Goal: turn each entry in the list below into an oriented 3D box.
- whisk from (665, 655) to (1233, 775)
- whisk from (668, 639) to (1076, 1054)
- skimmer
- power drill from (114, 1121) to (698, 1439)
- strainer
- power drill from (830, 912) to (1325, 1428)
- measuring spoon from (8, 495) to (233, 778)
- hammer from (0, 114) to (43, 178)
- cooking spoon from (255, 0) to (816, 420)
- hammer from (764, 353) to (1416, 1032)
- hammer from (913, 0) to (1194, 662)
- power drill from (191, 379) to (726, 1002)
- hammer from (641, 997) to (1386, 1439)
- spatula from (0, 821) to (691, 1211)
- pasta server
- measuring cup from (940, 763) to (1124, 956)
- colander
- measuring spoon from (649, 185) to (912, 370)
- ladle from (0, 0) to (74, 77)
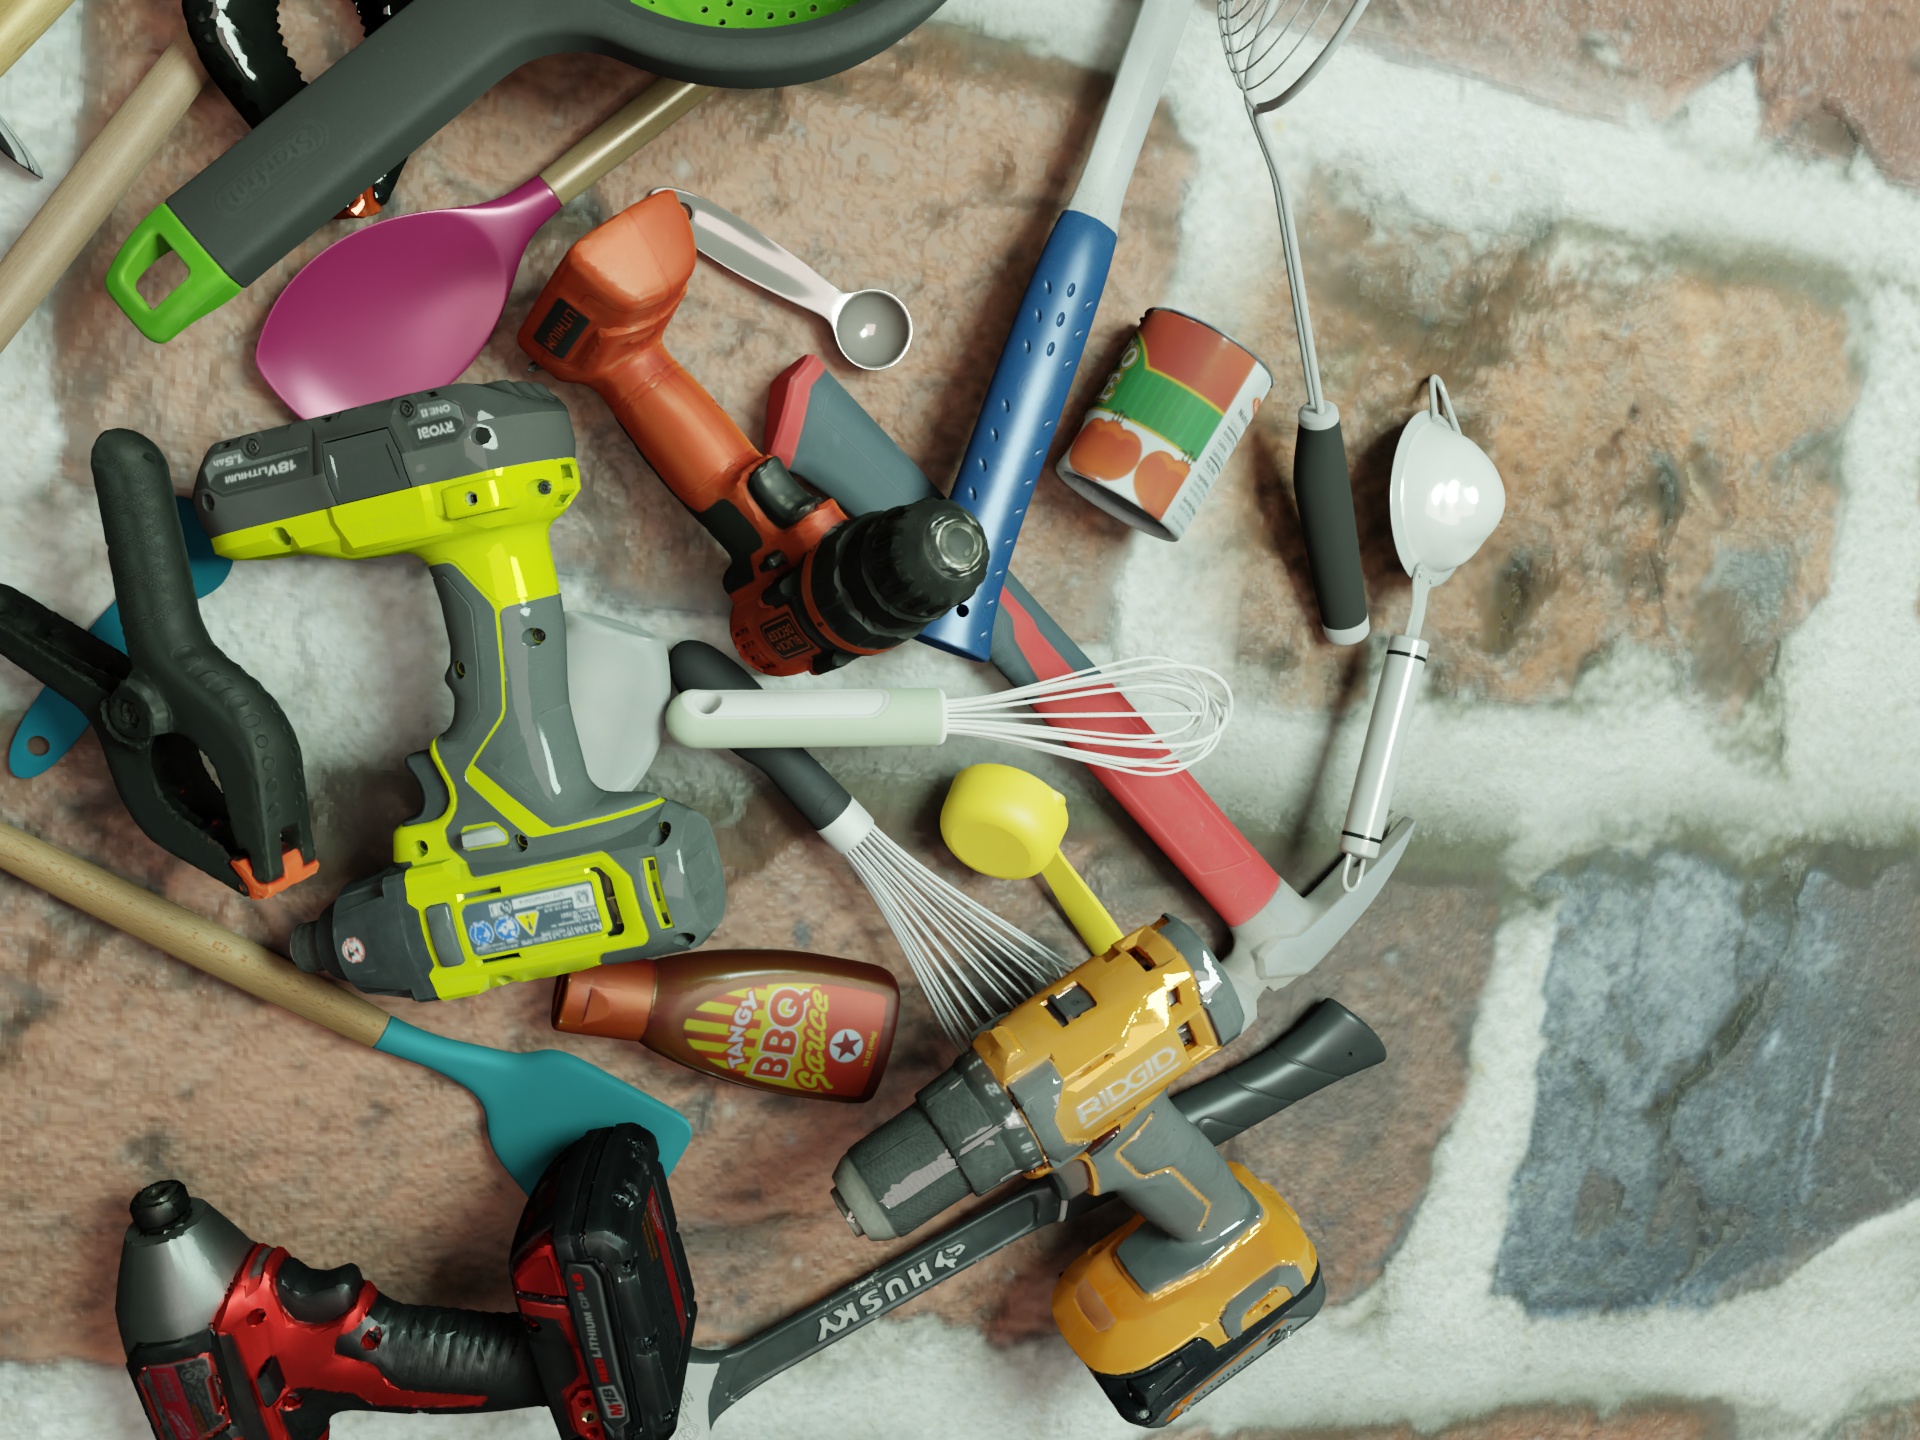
[{"bbox_3d":[-0.001,-0.002,0.680,0.246,0.058,0.059,-1,133,-11],"label":"whisk"},{"bbox_3d":[-0.030,0.069,0.720,0.070,0.070,0.284,-43,105,-6],"label":"whisk"},{"bbox_3d":[0.175,-0.193,0.684,0.090,0.127,0.363,-12,124,8],"label":"skimmer"},{"bbox_3d":[-0.229,0.240,0.651,0.219,0.079,0.143,-9,108,1],"label":"power drill"},{"bbox_3d":[0.220,-0.042,0.767,0.086,0.050,0.258,16,88,-47],"label":"strainer"},{"bbox_3d":[0.058,0.214,0.703,0.185,0.084,0.226,-31,123,-11],"label":"power drill"},{"bbox_3d":[-0.330,-0.030,0.617,0.042,0.021,0.128,35,88,-21],"label":"measuring spoon"},{"bbox_3d":[-0.478,-0.119,0.546,0.127,0.034,0.337,40,86,-19],"label":"hammer"},{"bbox_3d":[-0.146,-0.229,0.642,0.319,0.017,0.068,-41,126,-7],"label":"cooking spoon"},{"bbox_3d":[0.060,-0.025,0.739,0.143,0.038,0.386,-45,110,-7],"label":"hammer"},{"bbox_3d":[0.053,-0.224,0.678,0.144,0.035,0.405,21,86,-20],"label":"hammer"},{"bbox_3d":[-0.200,-0.005,0.610,0.171,0.080,0.223,-12,98,8],"label":"power drill"},{"bbox_3d":[0.035,0.246,0.784,0.409,0.036,0.149,-25,108,-13],"label":"hammer"},{"bbox_3d":[-0.263,0.121,0.656,0.317,0.044,0.082,33,102,-20],"label":"spatula"},{"bbox_3d":[-0.326,-0.146,0.547,0.060,0.040,0.316,40,69,-37],"label":"pasta server"},{"bbox_3d":[0.043,0.084,0.747,0.156,0.062,0.029,54,44,-28],"label":"measuring cup"},{"bbox_3d":[-0.135,-0.265,0.588,0.397,0.094,0.204,-41,86,-3],"label":"colander"},{"bbox_3d":[-0.077,-0.190,0.678,0.124,0.018,0.034,29,90,-14],"label":"measuring spoon"},{"bbox_3d":[-0.338,-0.221,0.543,0.069,0.031,0.315,37,74,-19],"label":"ladle"}]
